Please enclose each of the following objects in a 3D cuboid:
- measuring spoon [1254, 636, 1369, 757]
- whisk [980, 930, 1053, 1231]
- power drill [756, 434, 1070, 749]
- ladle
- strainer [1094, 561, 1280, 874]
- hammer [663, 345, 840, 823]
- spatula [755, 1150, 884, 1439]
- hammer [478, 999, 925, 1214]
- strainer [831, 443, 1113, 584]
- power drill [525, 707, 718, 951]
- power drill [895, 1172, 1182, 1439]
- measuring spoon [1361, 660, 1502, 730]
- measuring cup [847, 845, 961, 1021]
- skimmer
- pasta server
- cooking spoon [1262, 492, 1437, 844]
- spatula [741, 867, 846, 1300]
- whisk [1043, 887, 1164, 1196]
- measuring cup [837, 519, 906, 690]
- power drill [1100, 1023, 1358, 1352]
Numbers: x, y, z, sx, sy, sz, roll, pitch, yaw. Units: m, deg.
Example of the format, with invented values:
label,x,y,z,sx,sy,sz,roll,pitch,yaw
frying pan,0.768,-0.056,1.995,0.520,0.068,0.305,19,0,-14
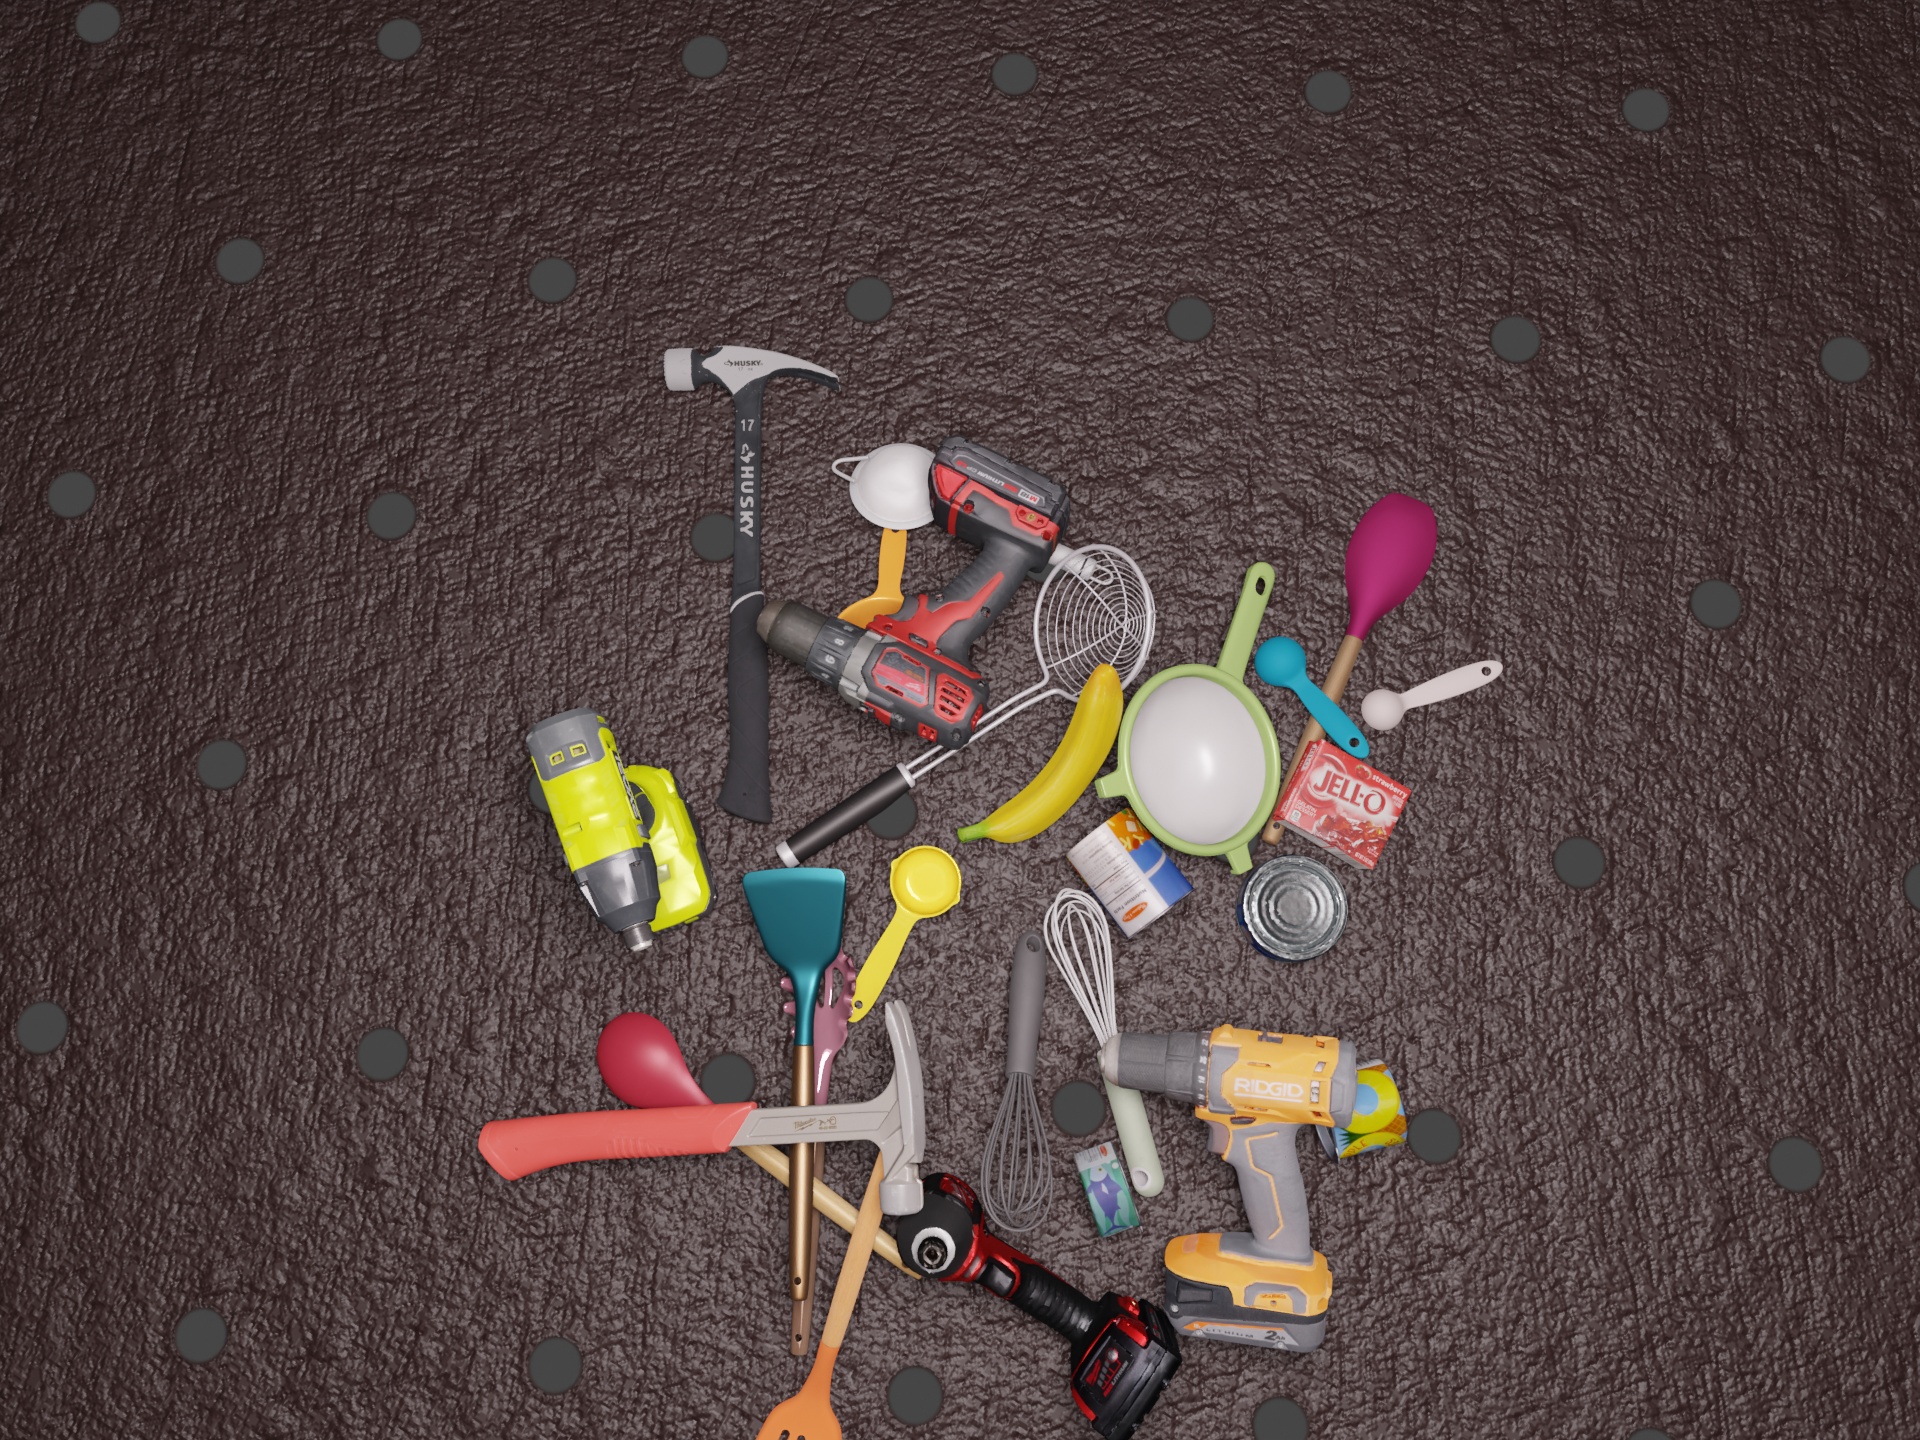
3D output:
label,x,y,z,sx,sy,sz,roll,pitch,yaw
measuring spoon,0.286,-0.020,1.287,0.042,0.021,0.129,-39,66,3
whisk,0.049,0.270,1.213,0.055,0.055,0.239,5,58,2
power drill,-0.033,-0.107,1.242,0.188,0.080,0.227,26,74,6
ladle,-0.157,0.330,1.223,0.315,0.031,0.069,34,95,11
strainer,0.193,-0.012,1.281,0.151,0.069,0.256,29,68,-20
hammer,-0.173,-0.118,1.326,0.149,0.036,0.409,-2,80,0
spatula,-0.091,0.448,1.187,0.081,0.041,0.322,17,101,4
hammer,-0.199,0.297,1.191,0.359,0.036,0.149,-8,81,18
strainer,0.011,-0.173,1.331,0.258,0.050,0.087,25,66,2
power drill,-0.249,0.094,1.191,0.080,0.223,0.171,-21,80,-2
power drill,0.049,0.421,1.166,0.220,0.143,0.078,35,88,5
measuring spoon,0.389,-0.025,1.304,0.124,0.018,0.034,-20,80,-3
measuring cup,-0.050,0.172,1.279,0.062,0.029,0.156,29,93,7
skimmer,-0.002,-0.004,1.272,0.363,0.090,0.127,-34,56,-3
pasta server,-0.116,0.329,1.239,0.060,0.040,0.316,2,81,11
cooking spoon,0.315,-0.044,1.309,0.069,0.017,0.319,23,81,8
spatula,-0.123,0.272,1.202,0.082,0.044,0.318,-3,76,7
whisk,0.117,0.251,1.248,0.058,0.059,0.246,-20,82,33
measuring cup,-0.059,-0.087,1.315,0.095,0.052,0.174,3,59,2
power drill,0.193,0.335,1.176,0.185,0.084,0.226,4,99,13
